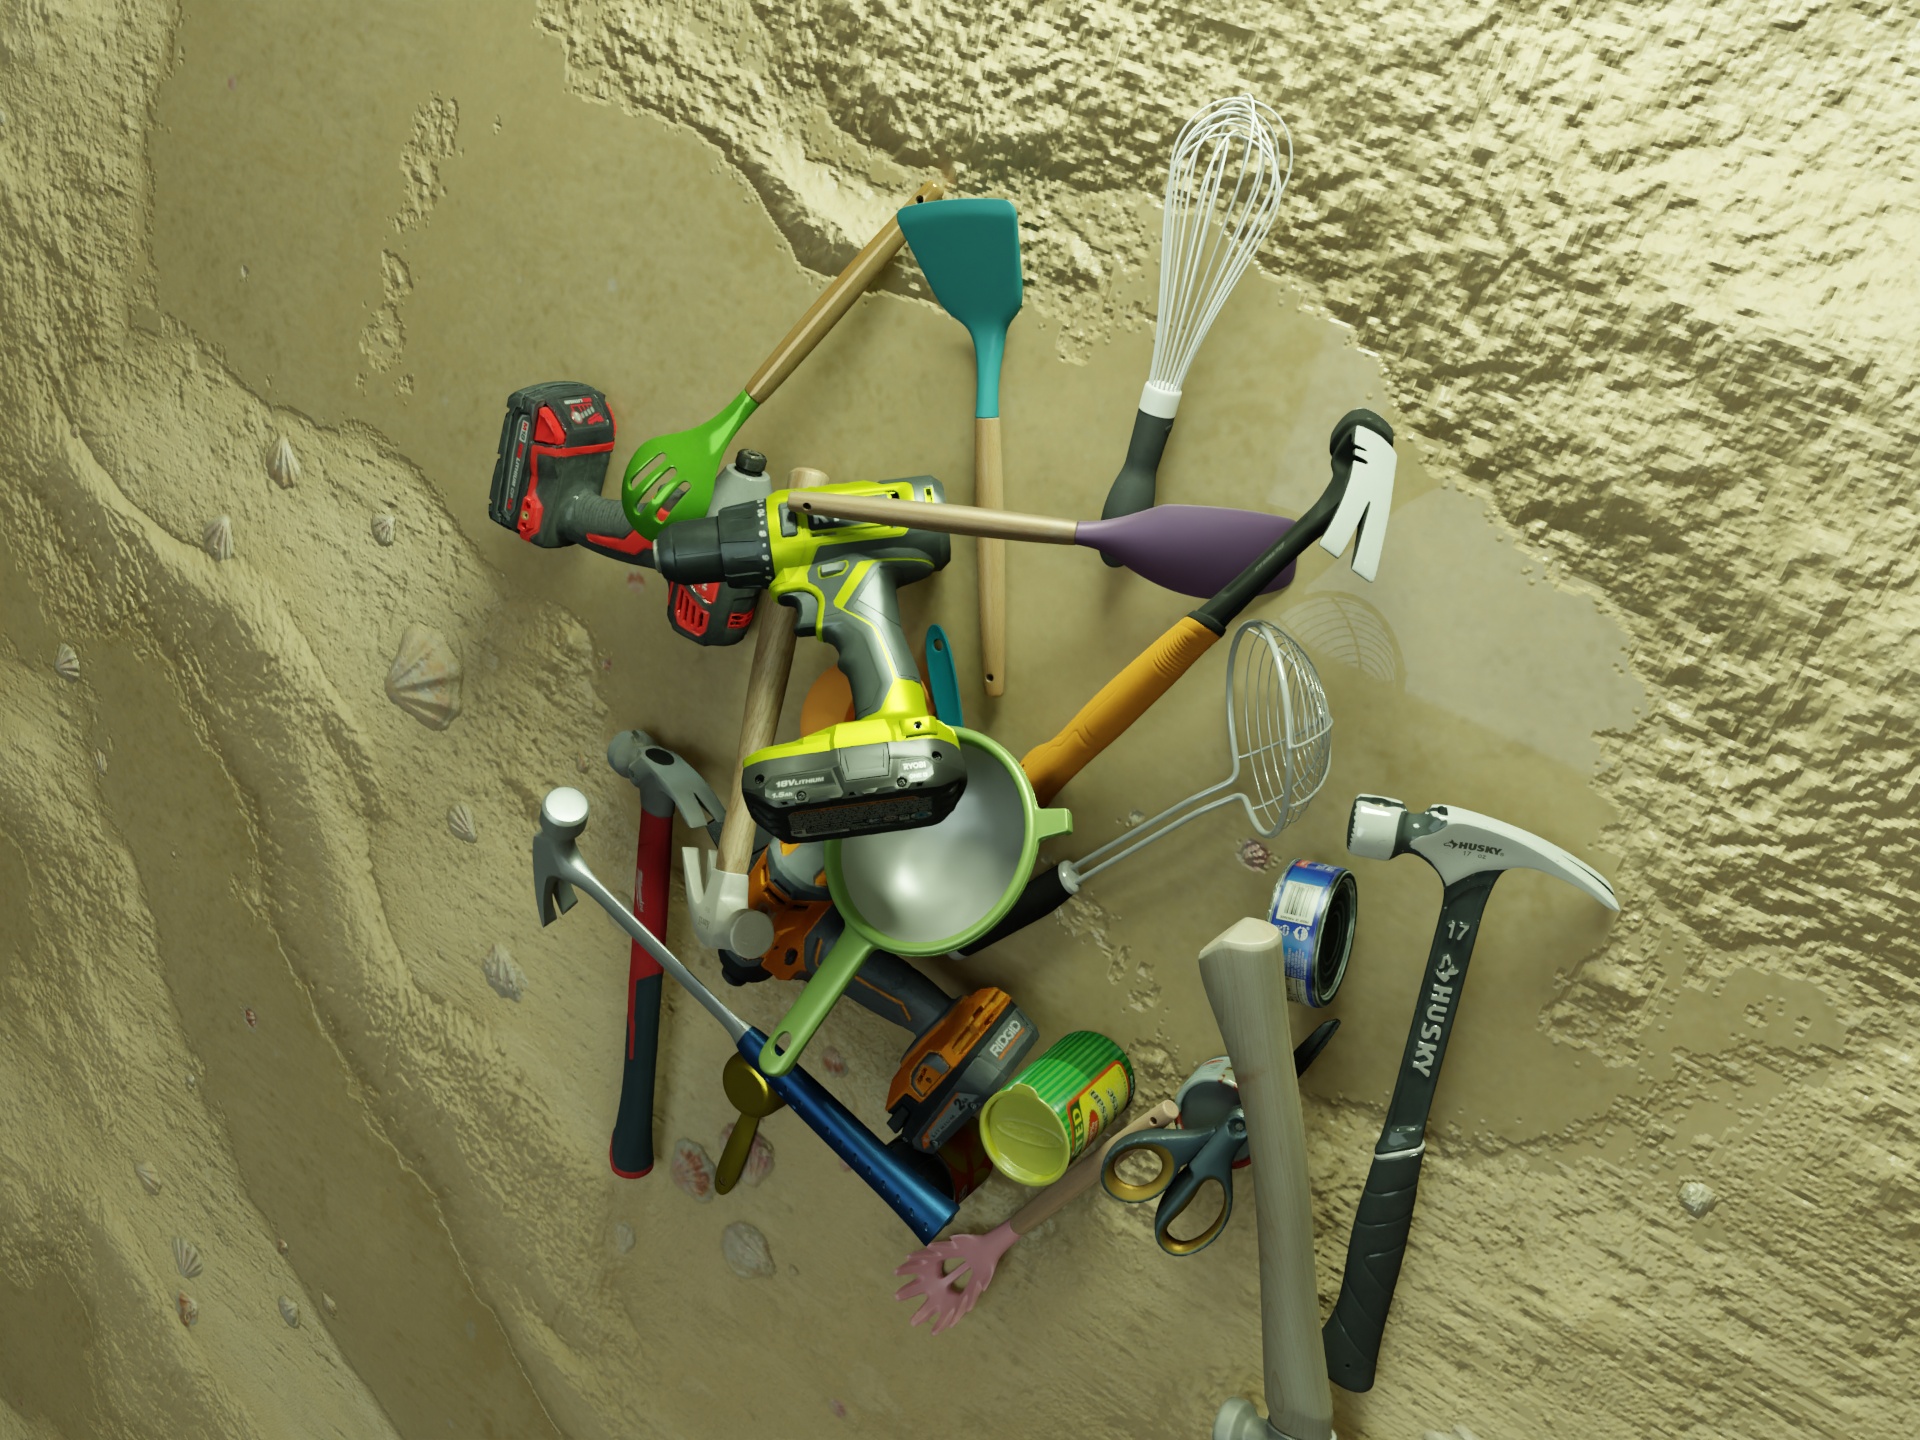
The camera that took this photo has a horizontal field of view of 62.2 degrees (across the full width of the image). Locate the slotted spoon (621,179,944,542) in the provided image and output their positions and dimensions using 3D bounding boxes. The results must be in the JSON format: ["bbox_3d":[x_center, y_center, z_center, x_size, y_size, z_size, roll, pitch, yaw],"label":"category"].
[{"bbox_3d":[-0.122,-0.235,1.052,0.313,0.031,0.070,-44,82,17],"label":"slotted spoon"}]

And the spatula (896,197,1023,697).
[{"bbox_3d":[0.011,-0.167,1.019,0.082,0.044,0.317,5,107,27],"label":"spatula"}]

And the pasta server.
[{"bbox_3d":[0.050,0.347,1.117,0.060,0.040,0.316,55,130,17],"label":"pasta server"}]

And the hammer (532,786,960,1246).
[{"bbox_3d":[-0.162,0.220,1.136,0.406,0.035,0.144,41,141,12],"label":"hammer"}]

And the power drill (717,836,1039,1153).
[{"bbox_3d":[-0.073,0.194,1.123,0.226,0.084,0.164,42,131,6],"label":"power drill"}]

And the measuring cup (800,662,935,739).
[{"bbox_3d":[-0.065,0.040,1.102,0.052,0.095,0.173,17,120,39],"label":"measuring cup"}]

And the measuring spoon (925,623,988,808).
[{"bbox_3d":[-0.002,-0.003,1.091,0.042,0.021,0.128,-13,87,33],"label":"measuring spoon"}]

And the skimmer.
[{"bbox_3d":[0.091,0.067,1.003,0.363,0.090,0.127,-36,49,36],"label":"skimmer"}]

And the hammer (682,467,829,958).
[{"bbox_3d":[-0.136,-0.009,1.089,0.130,0.031,0.331,1,80,63],"label":"hammer"}]

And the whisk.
[{"bbox_3d":[0.126,-0.218,0.928,0.070,0.070,0.284,27,120,24],"label":"whisk"}]

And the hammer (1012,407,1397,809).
[{"bbox_3d":[0.129,-0.037,0.934,0.034,0.127,0.336,33,134,-11],"label":"hammer"}]

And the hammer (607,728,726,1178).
[{"bbox_3d":[-0.243,0.209,1.261,0.143,0.038,0.386,34,123,46],"label":"hammer"}]

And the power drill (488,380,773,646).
[{"bbox_3d":[-0.230,-0.160,1.156,0.220,0.078,0.143,29,116,20],"label":"power drill"}]

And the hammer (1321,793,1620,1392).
[{"bbox_3d":[0.273,0.241,0.956,0.149,0.036,0.408,10,113,10],"label":"hammer"}]

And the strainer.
[{"bbox_3d":[-0.039,0.127,1.032,0.152,0.069,0.256,35,91,31],"label":"strainer"}]

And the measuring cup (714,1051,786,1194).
[{"bbox_3d":[-0.179,0.328,1.277,0.062,0.029,0.156,32,116,22],"label":"measuring cup"}]

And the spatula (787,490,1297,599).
[{"bbox_3d":[0.046,-0.115,0.972,0.316,0.018,0.059,8,119,11],"label":"spatula"}]

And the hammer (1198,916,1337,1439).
[{"bbox_3d":[0.204,0.308,0.960,0.146,0.038,0.410,7,116,37],"label":"hammer"}]

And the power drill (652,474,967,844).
[{"bbox_3d":[-0.092,-0.044,1.006,0.190,0.080,0.229,-7,68,-3],"label":"power drill"}]
